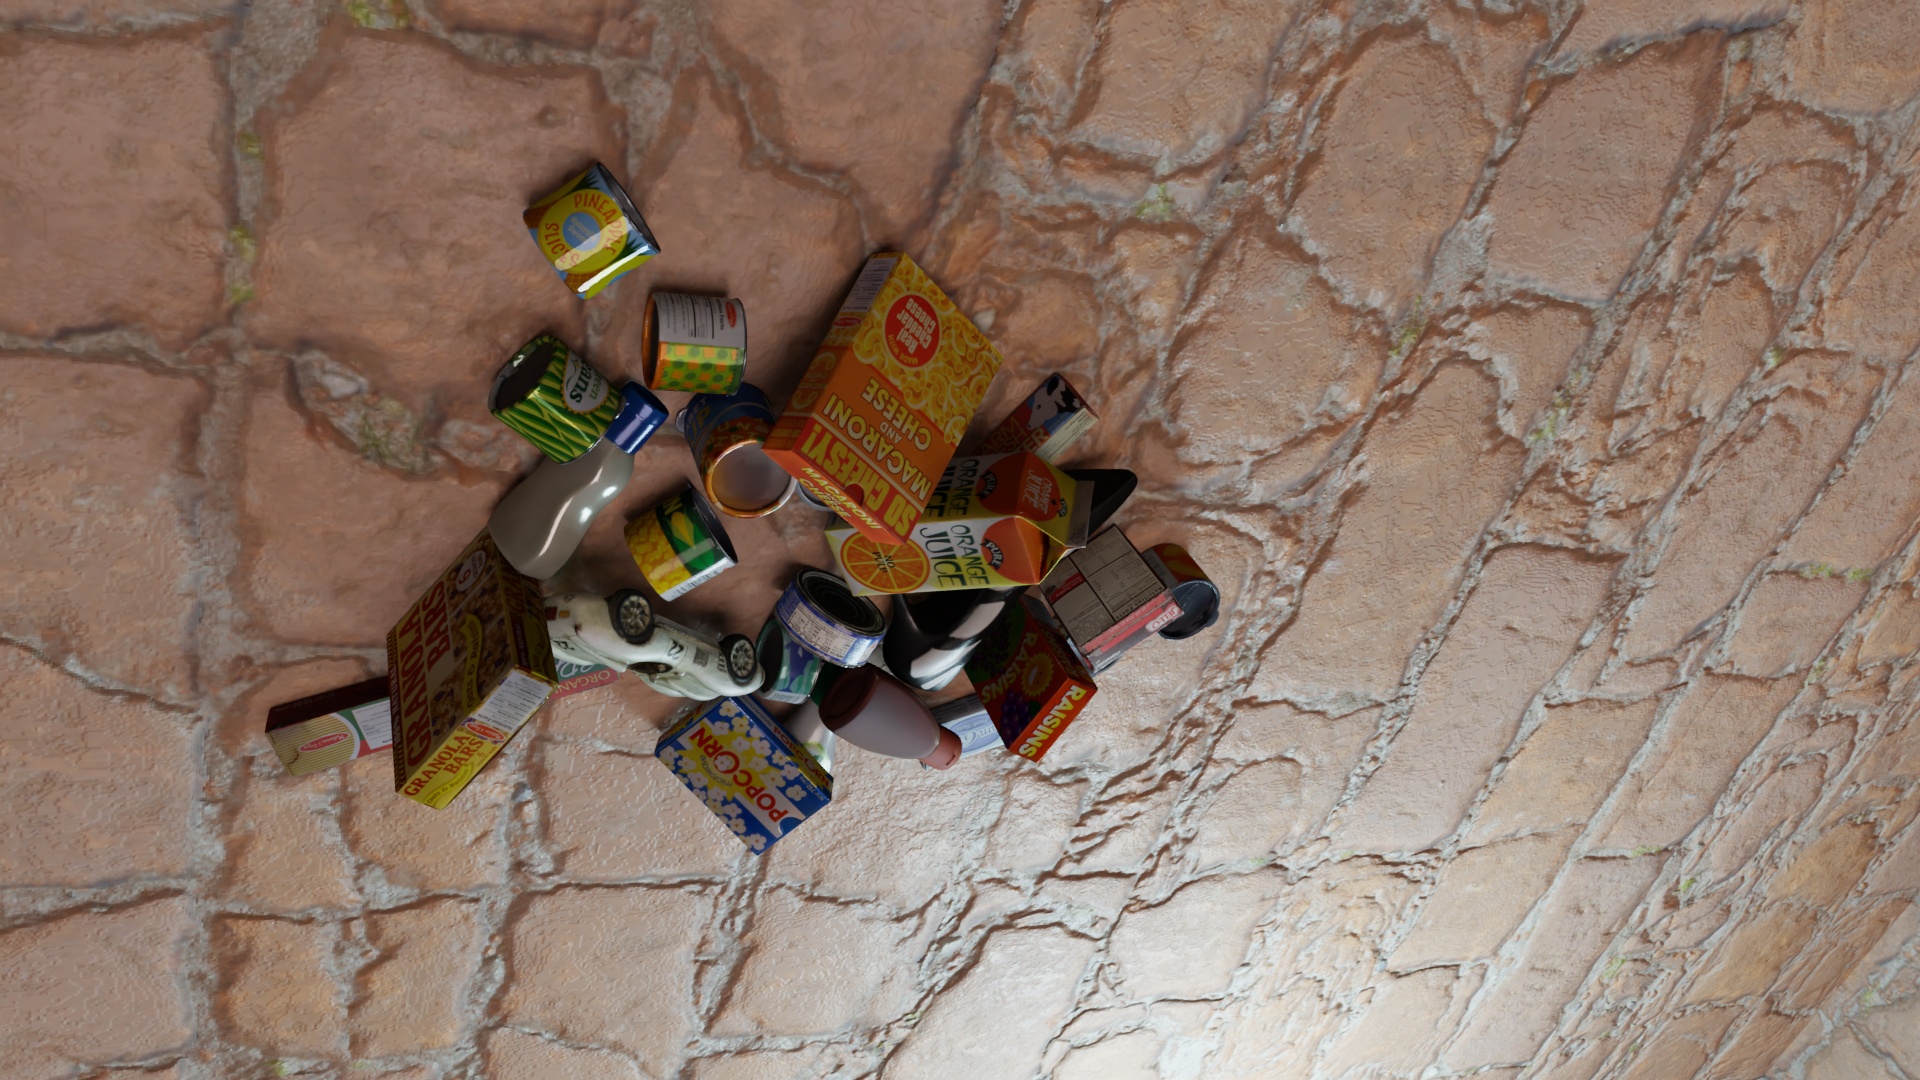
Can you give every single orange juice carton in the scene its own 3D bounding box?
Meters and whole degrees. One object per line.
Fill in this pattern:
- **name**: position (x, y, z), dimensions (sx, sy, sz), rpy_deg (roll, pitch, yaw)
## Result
- **orange juice carton**: position (0.004, -0.013, 1.039), dimensions (0.192, 0.072, 0.072), rpy_deg (-5, 132, 18)

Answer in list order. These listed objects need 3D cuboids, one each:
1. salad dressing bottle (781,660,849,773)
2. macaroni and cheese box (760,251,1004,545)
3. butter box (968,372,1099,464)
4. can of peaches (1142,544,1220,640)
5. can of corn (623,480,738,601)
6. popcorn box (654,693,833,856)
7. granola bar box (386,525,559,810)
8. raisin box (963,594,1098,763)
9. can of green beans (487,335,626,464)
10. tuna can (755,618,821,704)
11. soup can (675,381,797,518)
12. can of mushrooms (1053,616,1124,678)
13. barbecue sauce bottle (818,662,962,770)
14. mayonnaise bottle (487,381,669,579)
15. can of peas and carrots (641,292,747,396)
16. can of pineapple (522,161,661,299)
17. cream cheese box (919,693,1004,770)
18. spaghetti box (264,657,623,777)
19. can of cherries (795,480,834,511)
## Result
- **salad dressing bottle**: position (-0.128, 0.165, 1.182), dimensions (0.064, 0.044, 0.147), rpy_deg (20, 112, -23)
- **macaroni and cheese box**: position (-0.051, -0.099, 0.976), dimensions (0.123, 0.040, 0.167), rpy_deg (41, 67, -38)
- **butter box**: position (0.055, -0.078, 1.083), dimensions (0.103, 0.053, 0.024), rpy_deg (-43, 132, 11)
- **can of peaches**: position (0.188, 0.046, 1.227), dimensions (0.071, 0.058, 0.071), rpy_deg (-12, 127, -16)
- **can of corn**: position (-0.206, 0.001, 1.018), dimensions (0.058, 0.071, 0.071), rpy_deg (-30, 130, 0)
- **popcorn box**: position (-0.177, 0.187, 1.145), dimensions (0.085, 0.038, 0.126), rpy_deg (-38, 105, 12)
- **granola bar box**: position (-0.338, 0.083, 0.953), dimensions (0.124, 0.166, 0.039), rpy_deg (-45, 130, 11)
- **raisin box**: position (0.055, 0.113, 1.174), dimensions (0.040, 0.124, 0.086), rpy_deg (27, 110, -35)
- **can of green beans**: position (-0.269, -0.094, 0.922), dimensions (0.071, 0.071, 0.057), rpy_deg (-40, 129, 8)
- **tuna can**: position (-0.139, 0.094, 1.114), dimensions (0.033, 0.071, 0.070), rpy_deg (13, 118, -29)
- **soup can**: position (-0.158, -0.064, 0.980), dimensions (0.071, 0.084, 0.071), rpy_deg (-11, 127, -15)
- **can of mushrooms**: position (0.114, 0.088, 1.240), dimensions (0.071, 0.033, 0.070), rpy_deg (-12, 127, -16)
- **barbecue sauce bottle**: position (-0.052, 0.154, 1.166), dimensions (0.065, 0.044, 0.148), rpy_deg (-49, 137, 2)
- **mayonnaise bottle**: position (-0.263, -0.044, 0.964), dimensions (0.148, 0.065, 0.041), rpy_deg (-47, 149, 7)
- **can of peas and carrots**: position (-0.180, -0.130, 0.935), dimensions (0.059, 0.071, 0.070), rpy_deg (1, 123, -23)
- **can of pineapple**: position (-0.230, -0.192, 0.866), dimensions (0.058, 0.071, 0.070), rpy_deg (-33, 130, 2)
- **cream cheese box**: position (0.009, 0.167, 1.257), dimensions (0.104, 0.024, 0.053), rpy_deg (-17, 129, -12)
- **spaghetti box**: position (-0.383, 0.116, 1.045), dimensions (0.251, 0.029, 0.050), rpy_deg (-16, 128, -13)
- **can of cherries**: position (-0.096, -0.063, 1.025), dimensions (0.071, 0.058, 0.071), rpy_deg (-12, 126, -16)
